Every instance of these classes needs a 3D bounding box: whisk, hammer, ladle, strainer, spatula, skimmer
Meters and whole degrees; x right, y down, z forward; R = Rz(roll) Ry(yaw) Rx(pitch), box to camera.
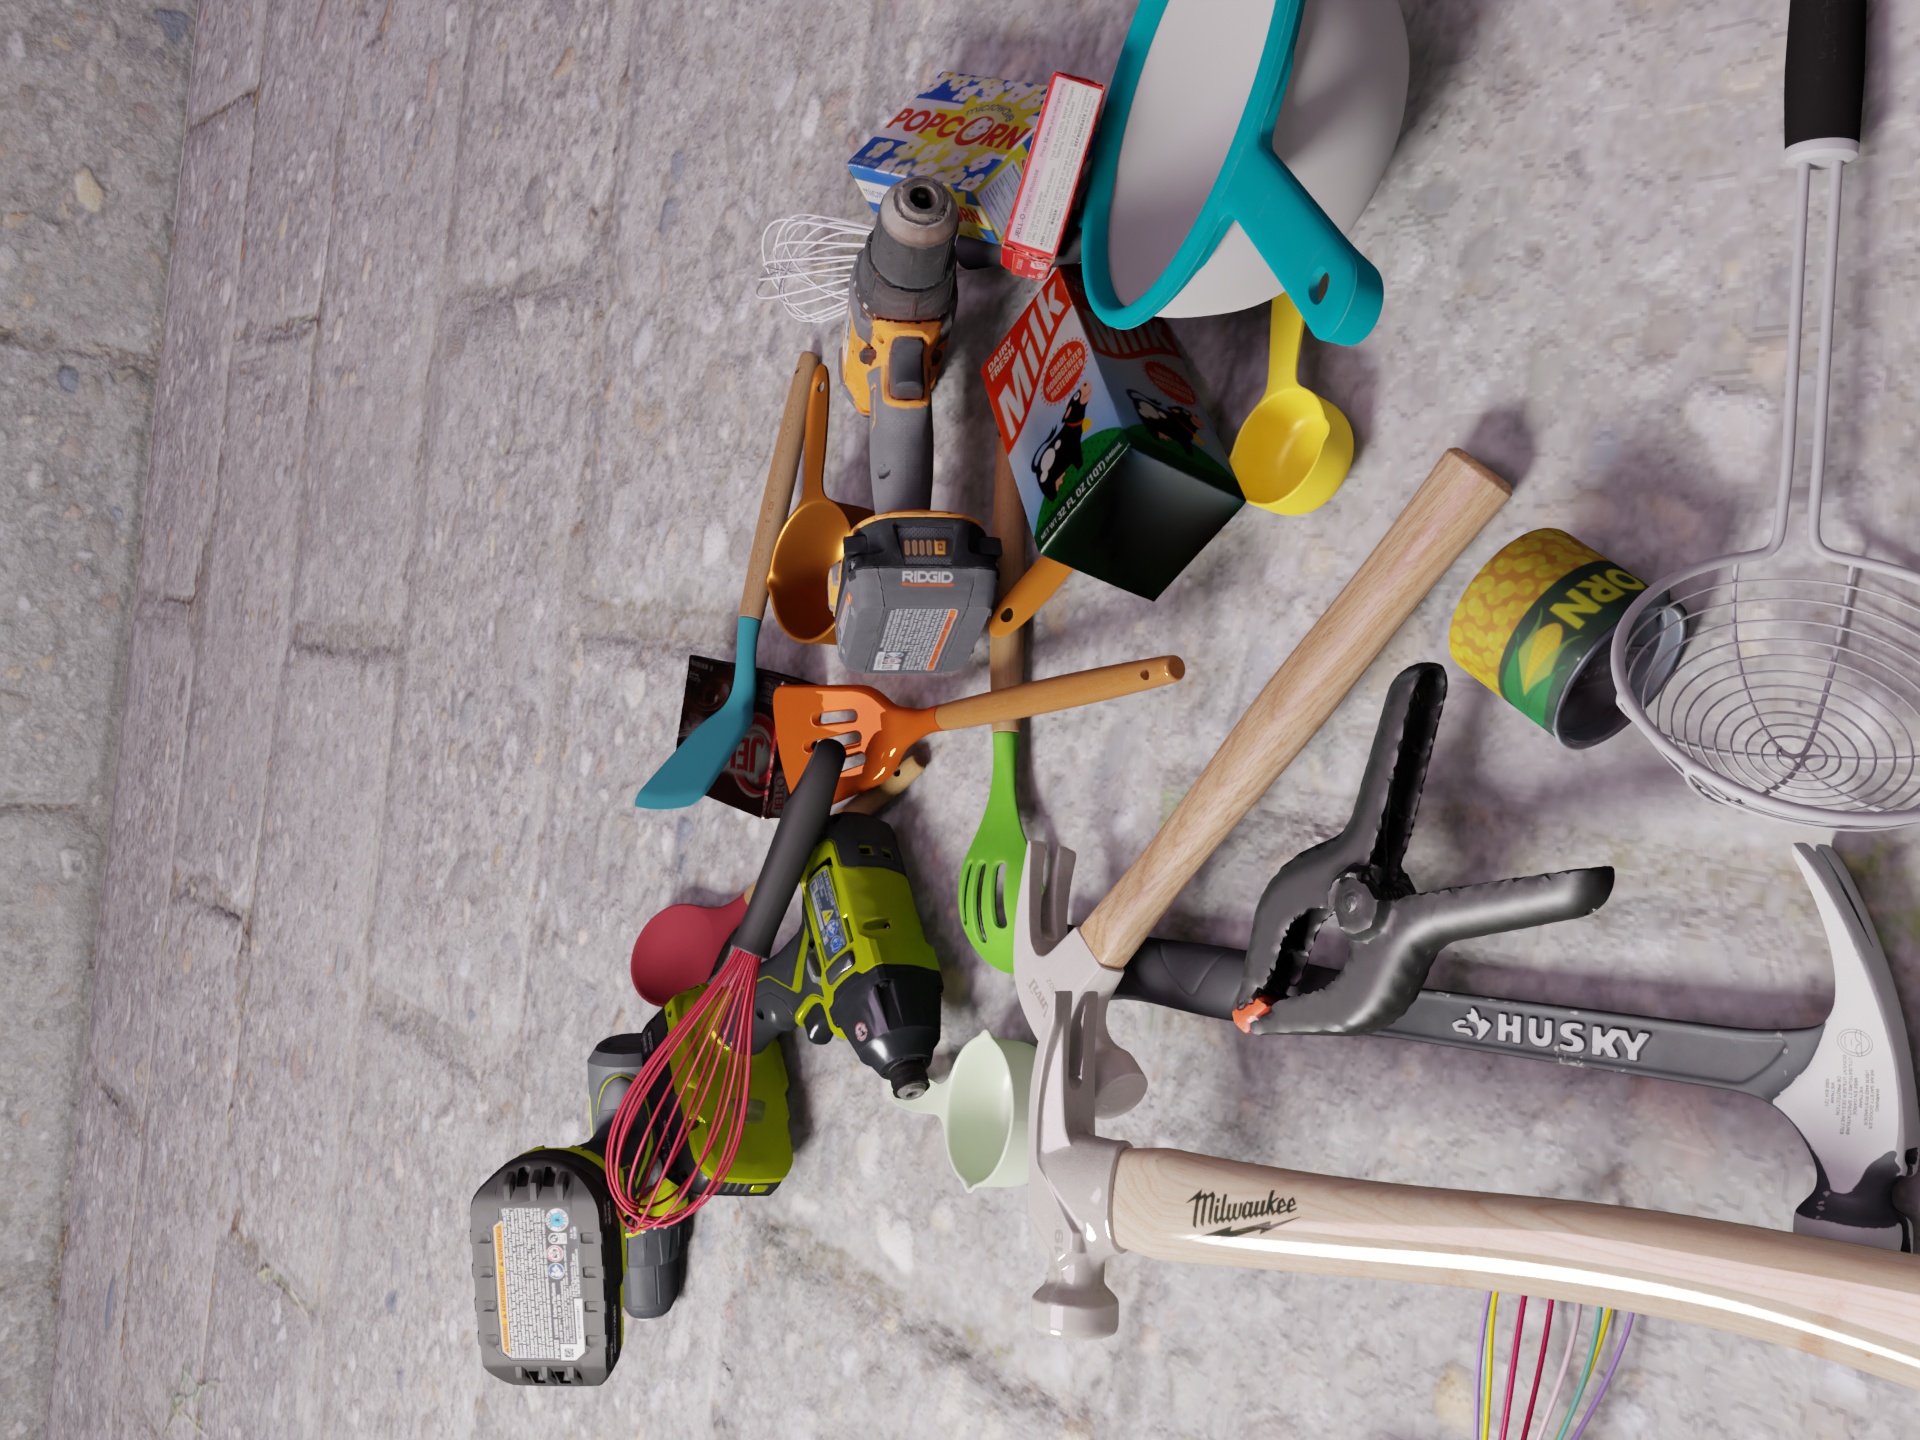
[{"bbox_3d":[-0.023,-0.273,0.939,0.285,0.070,0.070,10,93,44],"label":"whisk"},{"bbox_3d":[-0.125,0.148,0.894,0.073,0.073,0.296,16,83,48],"label":"whisk"},{"bbox_3d":[0.192,0.179,0.574,0.411,0.038,0.146,-5,80,40],"label":"hammer"},{"bbox_3d":[0.128,0.019,0.719,0.331,0.031,0.130,-55,41,20],"label":"hammer"},{"bbox_3d":[-0.121,0.102,1.026,0.315,0.031,0.069,-39,60,37],"label":"ladle"},{"bbox_3d":[0.143,-0.229,0.657,0.341,0.095,0.211,-100,27,-51],"label":"strainer"},{"bbox_3d":[0.179,0.118,0.675,0.409,0.036,0.149,0,84,49],"label":"hammer"},{"bbox_3d":[-0.136,-0.092,1.012,0.082,0.044,0.318,-4,71,52],"label":"spatula"},{"bbox_3d":[0.196,0.298,0.592,0.051,0.047,0.245,11,81,46],"label":"whisk"},{"bbox_3d":[-0.001,-0.003,0.848,0.322,0.041,0.081,-12,89,54],"label":"spatula"},{"bbox_3d":[0.293,-0.144,0.533,0.127,0.090,0.363,4,85,17],"label":"skimmer"}]

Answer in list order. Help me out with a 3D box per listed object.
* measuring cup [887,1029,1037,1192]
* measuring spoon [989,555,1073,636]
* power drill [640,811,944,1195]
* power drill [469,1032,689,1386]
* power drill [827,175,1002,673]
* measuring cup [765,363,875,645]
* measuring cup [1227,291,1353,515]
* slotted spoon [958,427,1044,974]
[{"bbox_3d":[0.005,0.209,0.870,0.167,0.038,0.083,166,112,-65],"label":"measuring cup"},{"bbox_3d":[0.052,-0.088,0.843,0.117,0.011,0.021,-47,59,20],"label":"measuring spoon"},{"bbox_3d":[-0.097,0.184,0.945,0.223,0.080,0.171,-46,47,33],"label":"power drill"},{"bbox_3d":[-0.223,0.318,0.998,0.080,0.228,0.190,-2,95,6],"label":"power drill"},{"bbox_3d":[-0.027,-0.157,0.852,0.185,0.084,0.226,117,152,-70],"label":"power drill"},{"bbox_3d":[-0.071,-0.130,0.976,0.095,0.052,0.174,-8,78,48],"label":"measuring cup"},{"bbox_3d":[0.161,-0.169,0.743,0.062,0.029,0.157,-13,64,52],"label":"measuring cup"},{"bbox_3d":[0.024,-0.019,0.875,0.070,0.031,0.314,-7,79,51],"label":"slotted spoon"}]
